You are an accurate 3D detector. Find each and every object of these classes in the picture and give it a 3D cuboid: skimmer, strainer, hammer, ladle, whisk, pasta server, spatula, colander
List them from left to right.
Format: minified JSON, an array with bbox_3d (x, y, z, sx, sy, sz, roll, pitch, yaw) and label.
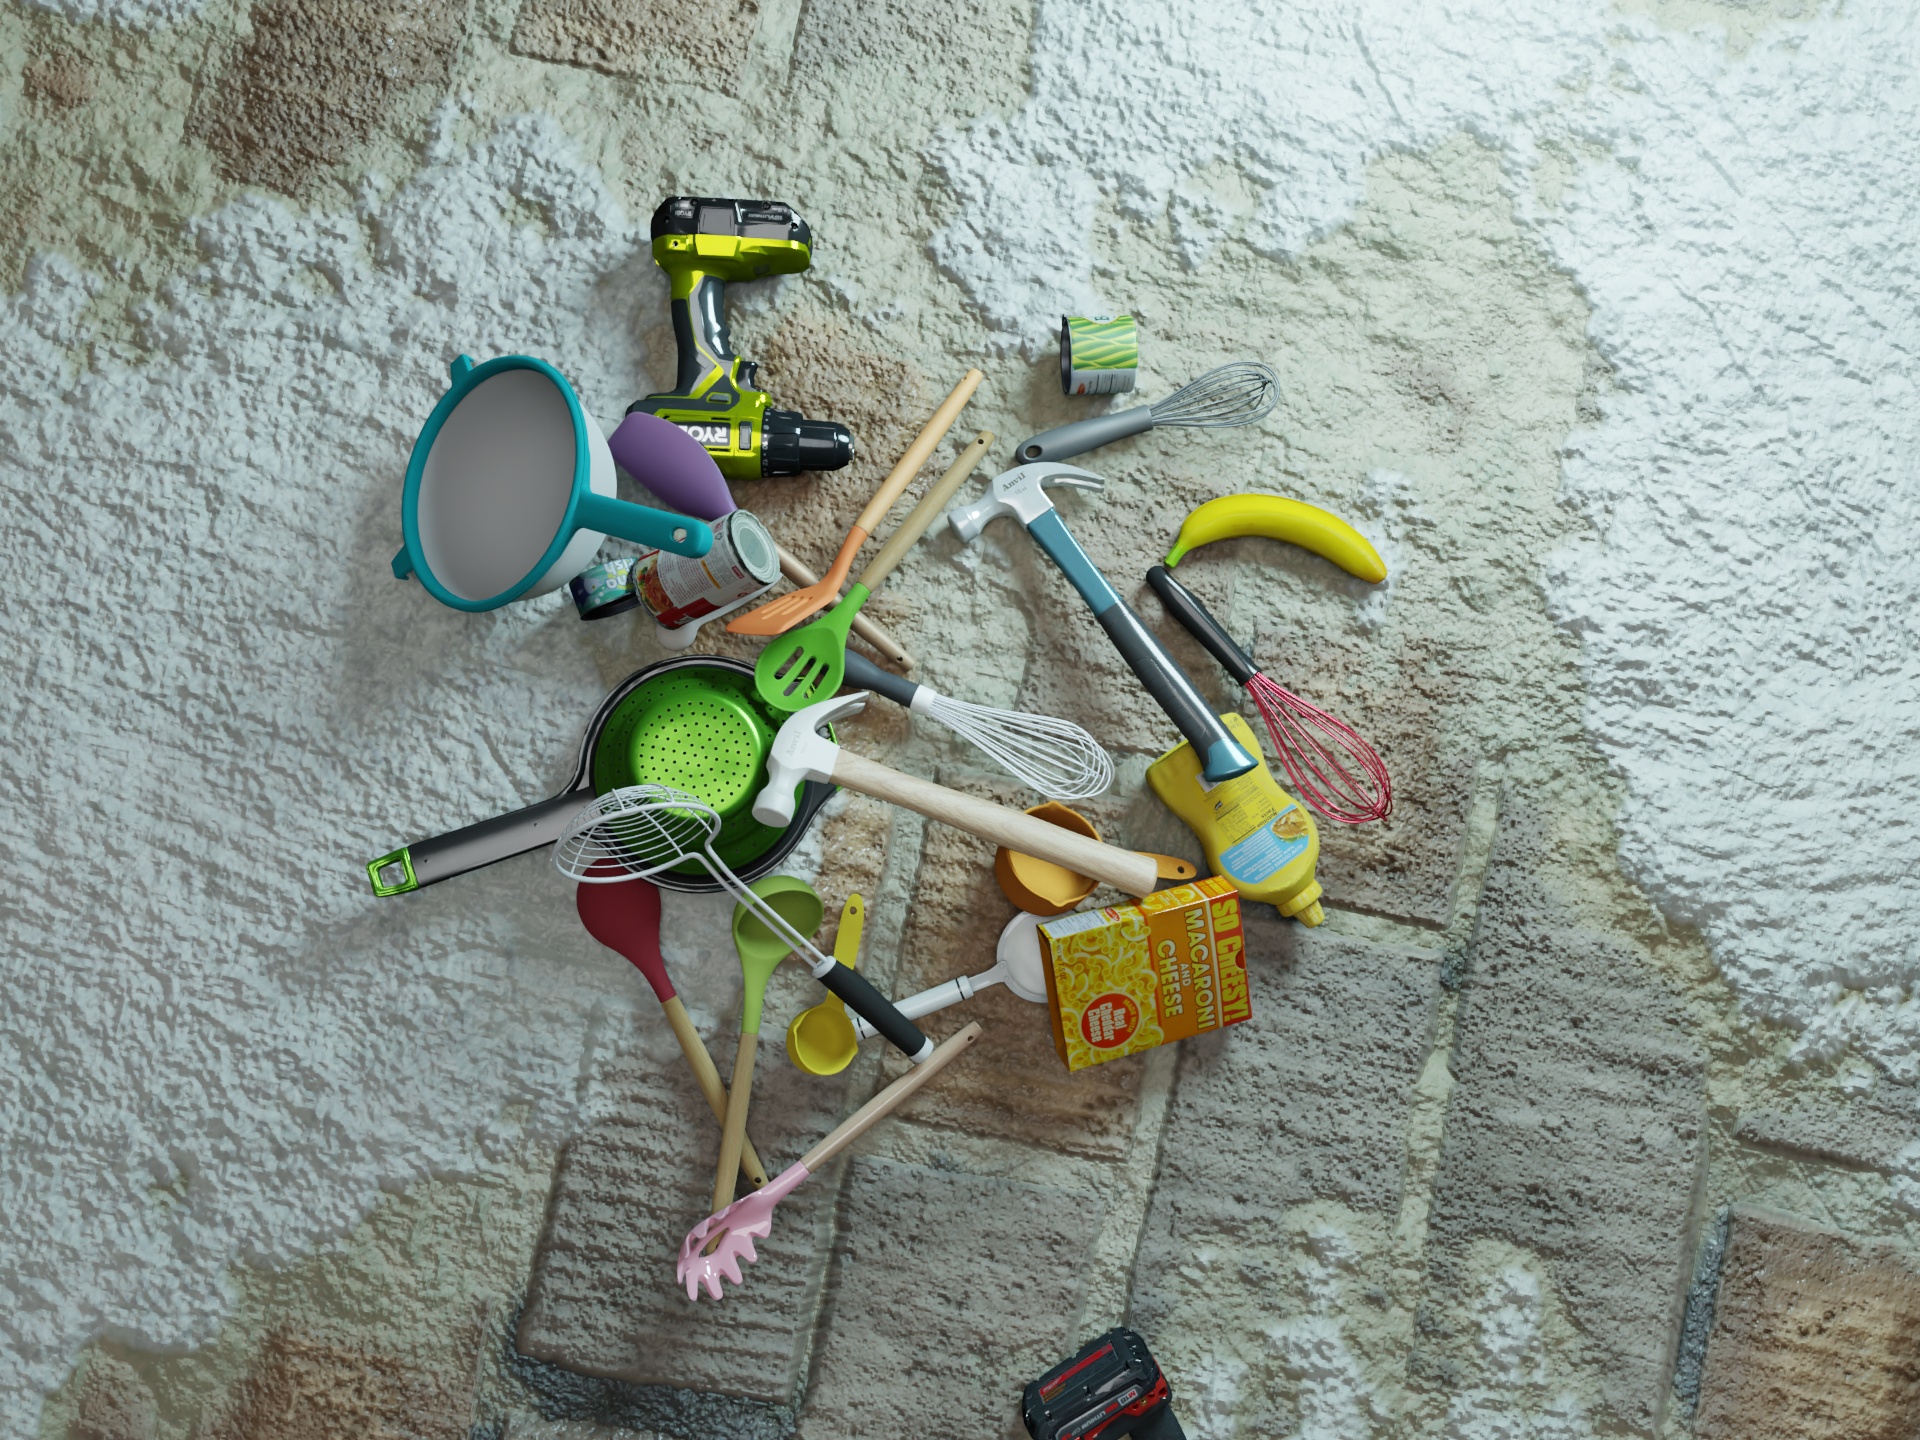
[{"bbox_3d":[-0.302,-0.168,1.271,0.340,0.095,0.211,18,91,32],"label":"strainer"},{"bbox_3d":[-0.291,0.062,1.290,0.397,0.094,0.204,-19,81,-9],"label":"colander"},{"bbox_3d":[-0.235,0.258,1.336,0.069,0.031,0.315,-27,90,-5],"label":"ladle"},{"bbox_3d":[-0.172,0.286,1.310,0.078,0.062,0.320,13,82,-35],"label":"ladle"},{"bbox_3d":[-0.156,0.176,1.245,0.127,0.090,0.363,-34,113,28],"label":"skimmer"},{"bbox_3d":[-0.160,-0.145,1.337,0.315,0.018,0.059,40,106,-12],"label":"spatula"},{"bbox_3d":[-0.103,0.353,1.306,0.316,0.040,0.060,-36,118,-16],"label":"pasta server"},{"bbox_3d":[-0.076,-0.183,1.331,0.041,0.081,0.323,47,67,-33],"label":"spatula"},{"bbox_3d":[-0.002,-0.005,1.350,0.284,0.070,0.070,24,86,3],"label":"whisk"},{"bbox_3d":[0.005,0.073,1.288,0.331,0.031,0.130,20,58,-9],"label":"hammer"},{"bbox_3d":[0.012,0.225,1.345,0.258,0.050,0.087,-21,101,-1],"label":"strainer"},{"bbox_3d":[0.133,-0.082,1.340,0.128,0.033,0.331,-35,76,-4],"label":"hammer"},{"bbox_3d":[0.163,-0.260,1.381,0.239,0.055,0.055,-16,88,1],"label":"whisk"},{"bbox_3d":[0.262,-0.022,1.365,0.073,0.073,0.296,-42,85,-5],"label":"whisk"}]

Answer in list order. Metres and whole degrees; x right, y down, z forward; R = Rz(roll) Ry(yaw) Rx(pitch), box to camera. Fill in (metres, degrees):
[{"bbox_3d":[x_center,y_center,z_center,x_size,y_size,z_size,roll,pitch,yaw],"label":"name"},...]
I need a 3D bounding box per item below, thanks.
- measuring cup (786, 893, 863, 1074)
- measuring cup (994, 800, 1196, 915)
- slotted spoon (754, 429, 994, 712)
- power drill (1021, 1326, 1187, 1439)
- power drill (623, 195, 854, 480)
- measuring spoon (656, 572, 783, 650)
[{"bbox_3d":[-0.108,0.221,1.336,0.062,0.029,0.157,25,62,-26],"label":"measuring cup"},{"bbox_3d":[0.112,0.126,1.348,0.173,0.052,0.095,9,60,-17],"label":"measuring cup"},{"bbox_3d":[-0.065,-0.129,1.342,0.070,0.031,0.314,35,73,8],"label":"slotted spoon"},{"bbox_3d":[0.136,0.644,1.309,0.188,0.080,0.226,-32,92,-4],"label":"power drill"},{"bbox_3d":[-0.183,-0.316,1.349,0.190,0.080,0.228,2,89,-2],"label":"power drill"},{"bbox_3d":[-0.205,-0.101,1.362,0.124,0.018,0.034,-31,88,-5],"label":"measuring spoon"}]
